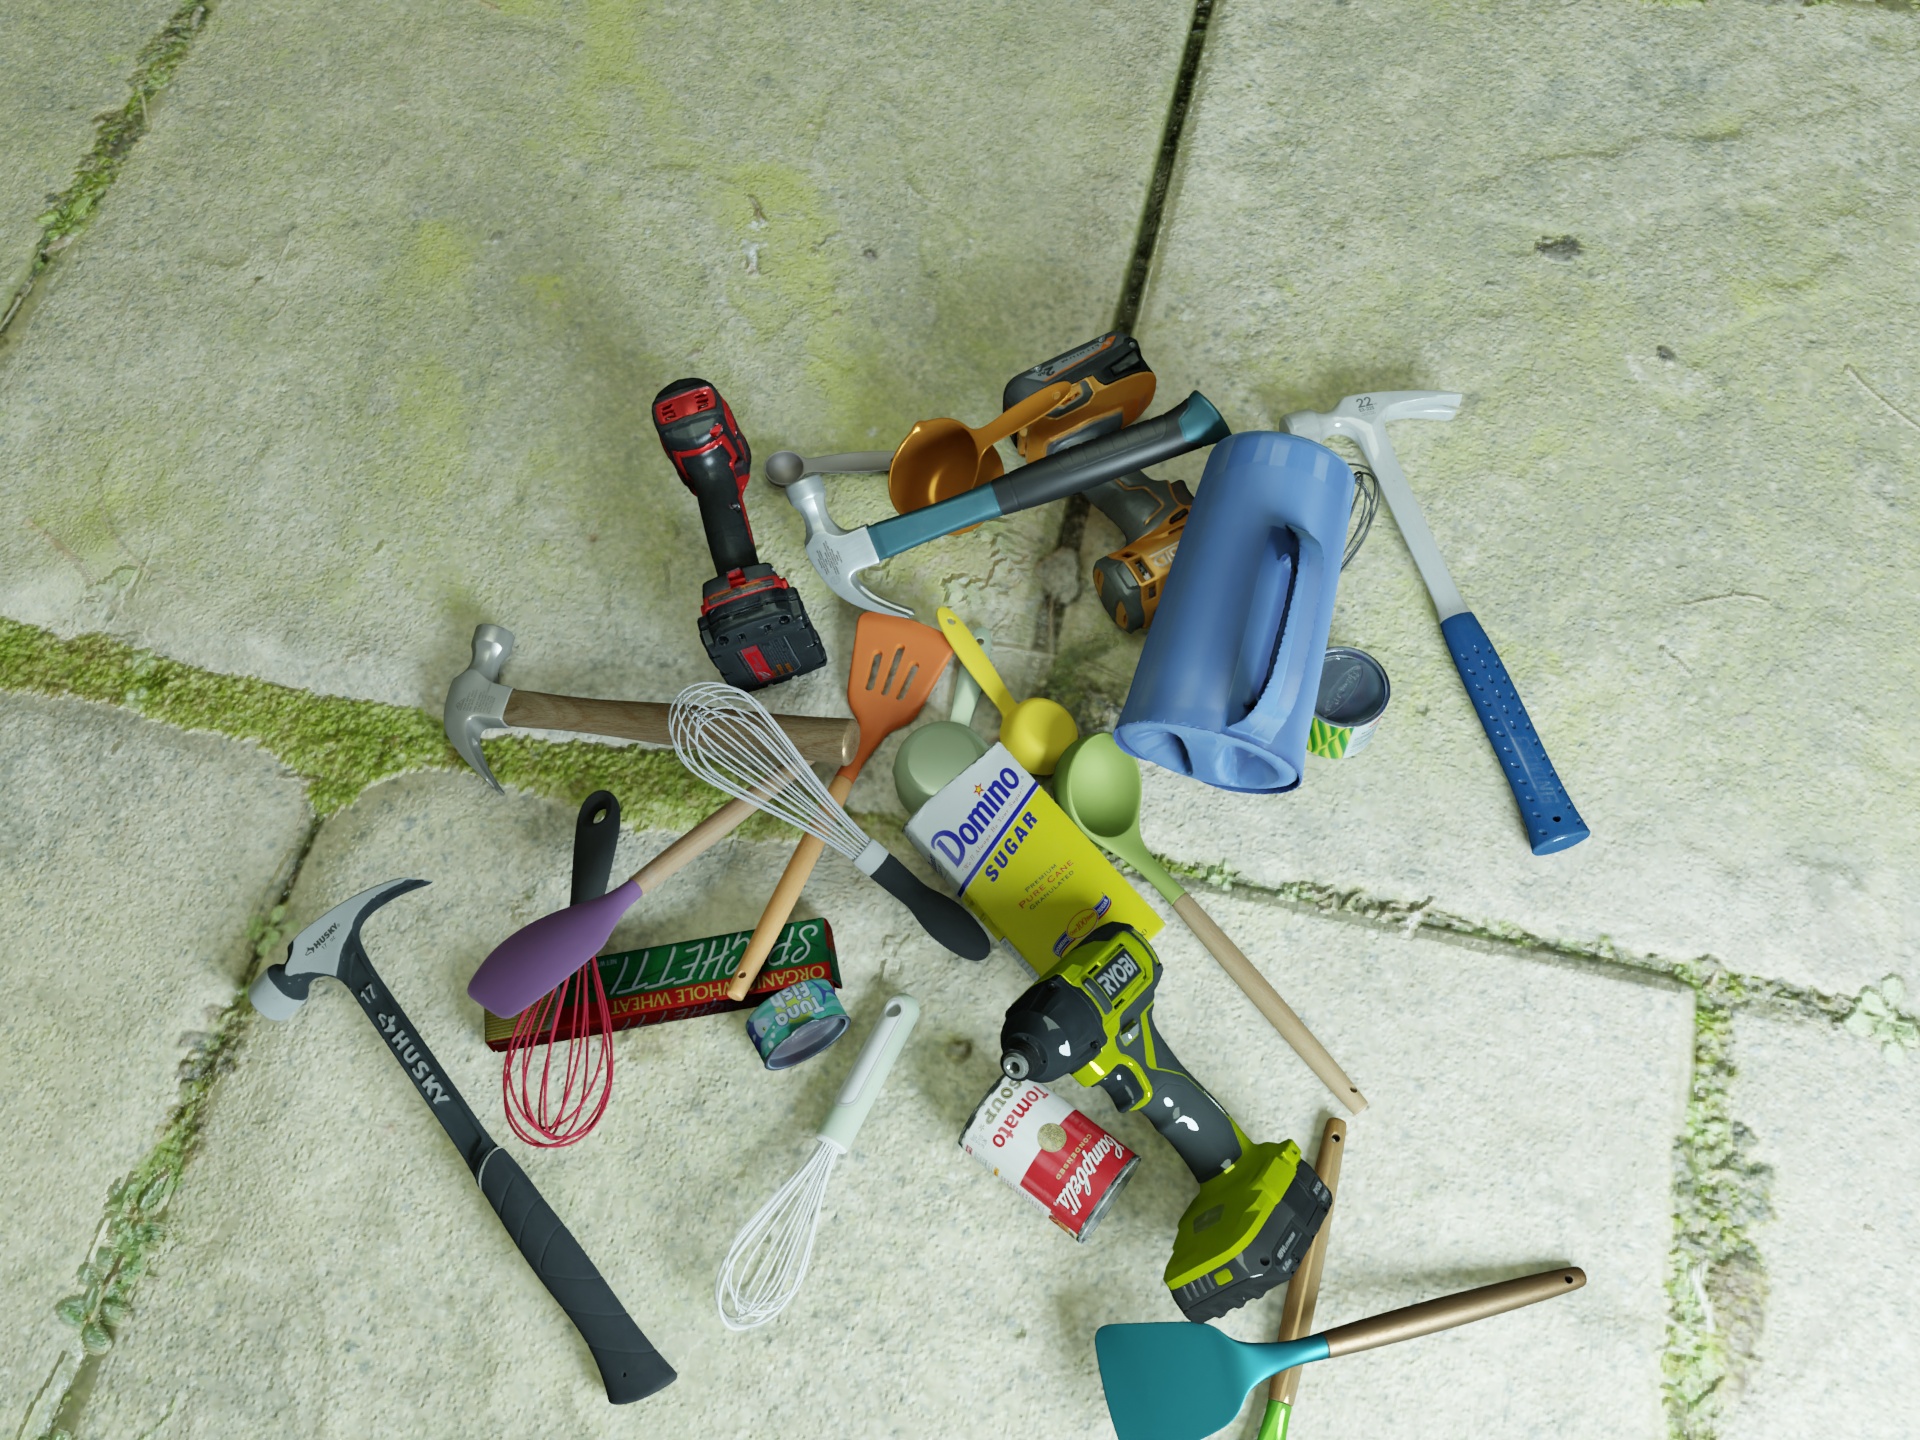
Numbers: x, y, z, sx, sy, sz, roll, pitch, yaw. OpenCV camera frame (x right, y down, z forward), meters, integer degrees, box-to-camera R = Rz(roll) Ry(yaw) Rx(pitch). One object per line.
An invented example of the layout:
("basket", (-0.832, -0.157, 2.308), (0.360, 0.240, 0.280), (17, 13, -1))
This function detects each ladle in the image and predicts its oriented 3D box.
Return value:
("ladle", (0.176, 0.138, 1.111), (0.078, 0.062, 0.320), (-24, 65, -40))

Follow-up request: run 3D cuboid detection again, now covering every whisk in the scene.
("whisk", (-0.087, 0.074, 1.109), (0.284, 0.070, 0.070), (40, 71, -7))
("whisk", (0.255, -0.087, 1.201), (0.055, 0.055, 0.239), (24, 82, 14))
("whisk", (-0.264, 0.159, 1.093), (0.073, 0.073, 0.296), (-4, 45, 1))
("whisk", (-0.091, 0.289, 1.060), (0.058, 0.059, 0.246), (8, 57, 38))

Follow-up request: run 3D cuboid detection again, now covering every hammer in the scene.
("hammer", (0.040, -0.174, 1.198), (0.331, 0.033, 0.128), (-19, 100, 11))
("hammer", (-0.321, 0.282, 1.067), (0.149, 0.036, 0.409), (-44, 72, 5))
("hammer", (-0.236, 0.003, 1.190), (0.331, 0.031, 0.130), (6, 67, 16))
("hammer", (0.381, -0.089, 1.217), (0.144, 0.035, 0.406), (-15, 65, -4))

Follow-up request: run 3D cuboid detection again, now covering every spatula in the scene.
("spatula", (-0.210, 0.101, 1.110), (0.060, 0.018, 0.316), (26, 46, 30))
("spatula", (0.244, 0.381, 0.986), (0.317, 0.044, 0.082), (-8, 63, -14))
("spatula", (-0.096, 0.058, 1.158), (0.081, 0.041, 0.323), (18, 58, 11))

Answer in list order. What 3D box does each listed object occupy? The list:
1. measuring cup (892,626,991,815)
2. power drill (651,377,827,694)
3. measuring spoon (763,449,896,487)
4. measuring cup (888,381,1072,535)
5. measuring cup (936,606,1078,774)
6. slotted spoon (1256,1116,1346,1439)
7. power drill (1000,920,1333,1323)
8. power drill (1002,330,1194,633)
("measuring cup", (-0.002, -0.004, 1.196), (0.083, 0.038, 0.168), (11, 68, 8))
("power drill", (-0.174, -0.140, 1.224), (0.078, 0.143, 0.220), (-18, 71, -1))
("measuring spoon", (-0.101, -0.208, 1.318), (0.124, 0.018, 0.034), (-5, 64, -6))
("measuring cup", (0.026, -0.210, 1.249), (0.173, 0.052, 0.095), (-29, 64, 24))
("measuring cup", (0.032, -0.030, 1.191), (0.062, 0.029, 0.156), (-26, 74, -37))
("slotted spoon", (0.204, 0.401, 0.999), (0.070, 0.031, 0.314), (17, 65, 6))
("power drill", (0.120, 0.247, 0.986), (0.080, 0.171, 0.223), (-41, 83, 31))
("power drill", (0.157, -0.198, 1.261), (0.185, 0.084, 0.226), (-27, 70, -9))
